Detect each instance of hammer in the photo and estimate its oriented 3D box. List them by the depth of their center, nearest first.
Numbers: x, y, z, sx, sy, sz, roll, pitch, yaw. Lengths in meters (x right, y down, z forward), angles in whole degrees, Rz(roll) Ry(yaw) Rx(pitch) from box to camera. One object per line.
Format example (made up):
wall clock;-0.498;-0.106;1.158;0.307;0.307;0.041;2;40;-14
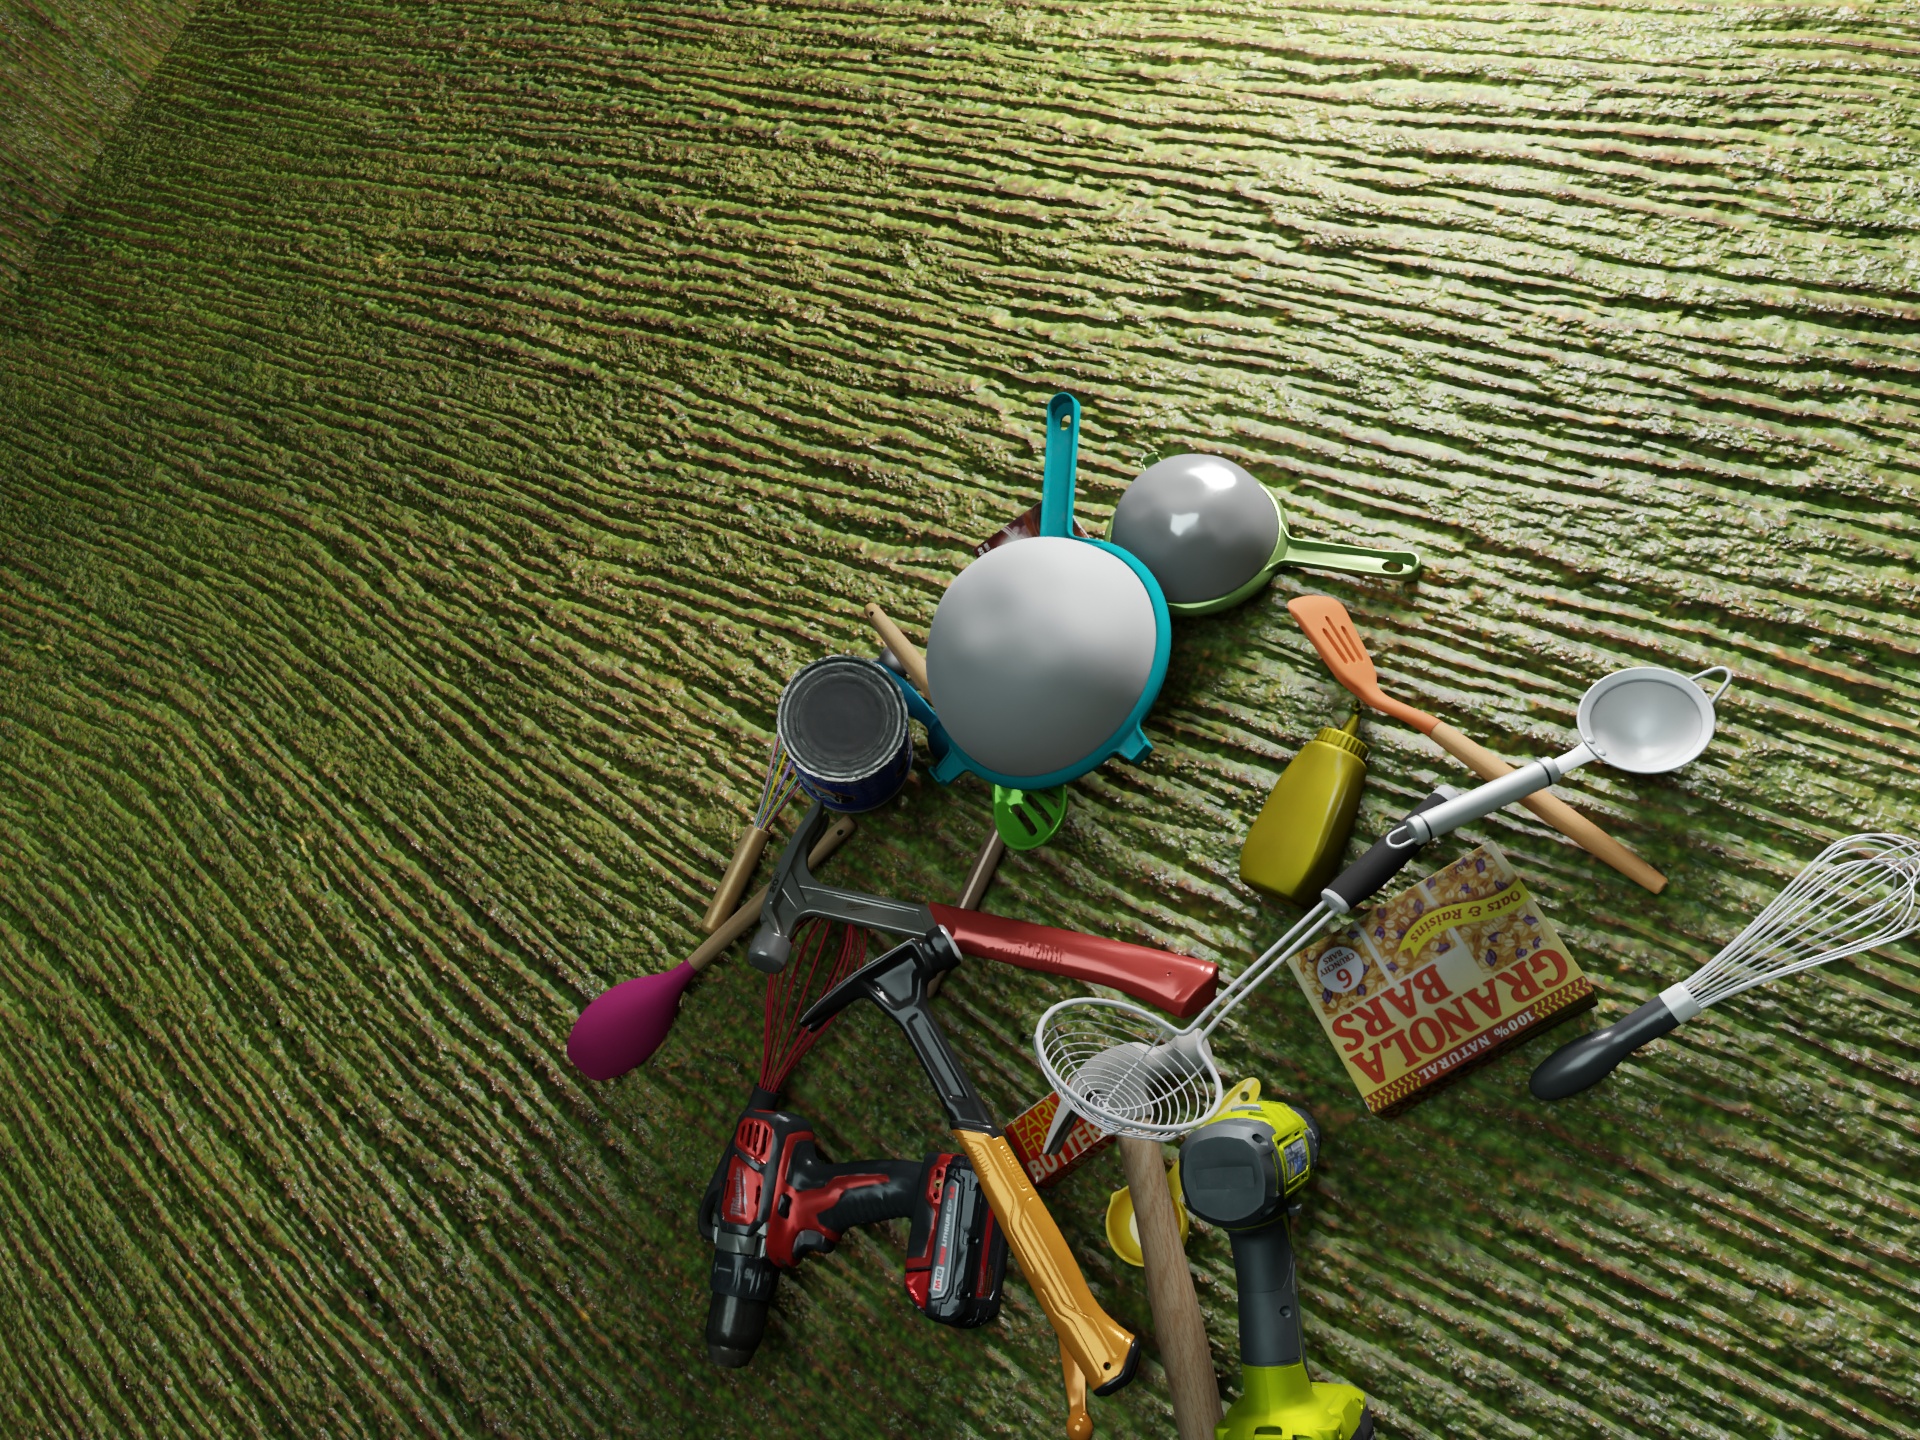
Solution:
hammer;0.140;0.385;1.073;0.130;0.031;0.332;-19;66;19
hammer;0.015;0.311;1.106;0.127;0.034;0.337;-31;65;-4
hammer;0.021;0.157;1.222;0.359;0.036;0.149;9;55;19

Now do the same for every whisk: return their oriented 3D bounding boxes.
whisk;0.483;0.161;1.005;0.284;0.070;0.070;-37;57;15
whisk;-0.149;0.280;1.287;0.073;0.073;0.296;19;86;32
whisk;-0.165;0.075;1.387;0.047;0.051;0.245;23;85;27

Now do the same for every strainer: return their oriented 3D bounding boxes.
strainer;0.403;0.032;1.076;0.258;0.050;0.087;-23;50;-5
strainer;0.053;-0.120;1.238;0.211;0.095;0.341;-8;67;33
strainer;0.230;-0.151;1.244;0.256;0.069;0.151;12;63;24

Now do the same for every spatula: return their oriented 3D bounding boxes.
spatula;0.363;0.013;1.133;0.323;0.081;0.041;40;119;29

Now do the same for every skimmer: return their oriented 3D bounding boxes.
skimmer;0.208;0.146;1.069;0.363;0.090;0.127;-39;50;-14

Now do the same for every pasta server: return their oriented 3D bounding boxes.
pasta server;0.033;0.075;1.286;0.060;0.040;0.316;18;80;41

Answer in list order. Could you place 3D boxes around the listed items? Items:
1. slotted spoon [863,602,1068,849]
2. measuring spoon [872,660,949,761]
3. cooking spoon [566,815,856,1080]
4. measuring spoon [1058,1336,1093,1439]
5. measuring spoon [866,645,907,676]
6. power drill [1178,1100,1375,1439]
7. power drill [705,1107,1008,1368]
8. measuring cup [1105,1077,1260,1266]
slotted spoon;-0.002;-0.004;1.308;0.070;0.031;0.314;-49;51;12
measuring spoon;-0.042;-0.010;1.354;0.129;0.021;0.042;43;116;26
cooking spoon;-0.210;0.192;1.363;0.319;0.017;0.068;-42;100;1
measuring spoon;0.078;0.447;1.123;0.021;0.011;0.117;-15;64;22
measuring spoon;-0.098;-0.047;1.416;0.124;0.018;0.034;-11;65;24
power drill;0.204;0.358;1.011;0.080;0.190;0.228;-11;79;23
power drill;-0.085;0.394;1.179;0.227;0.080;0.188;2;71;23
measuring cup;0.165;0.318;1.124;0.062;0.029;0.156;37;87;34
